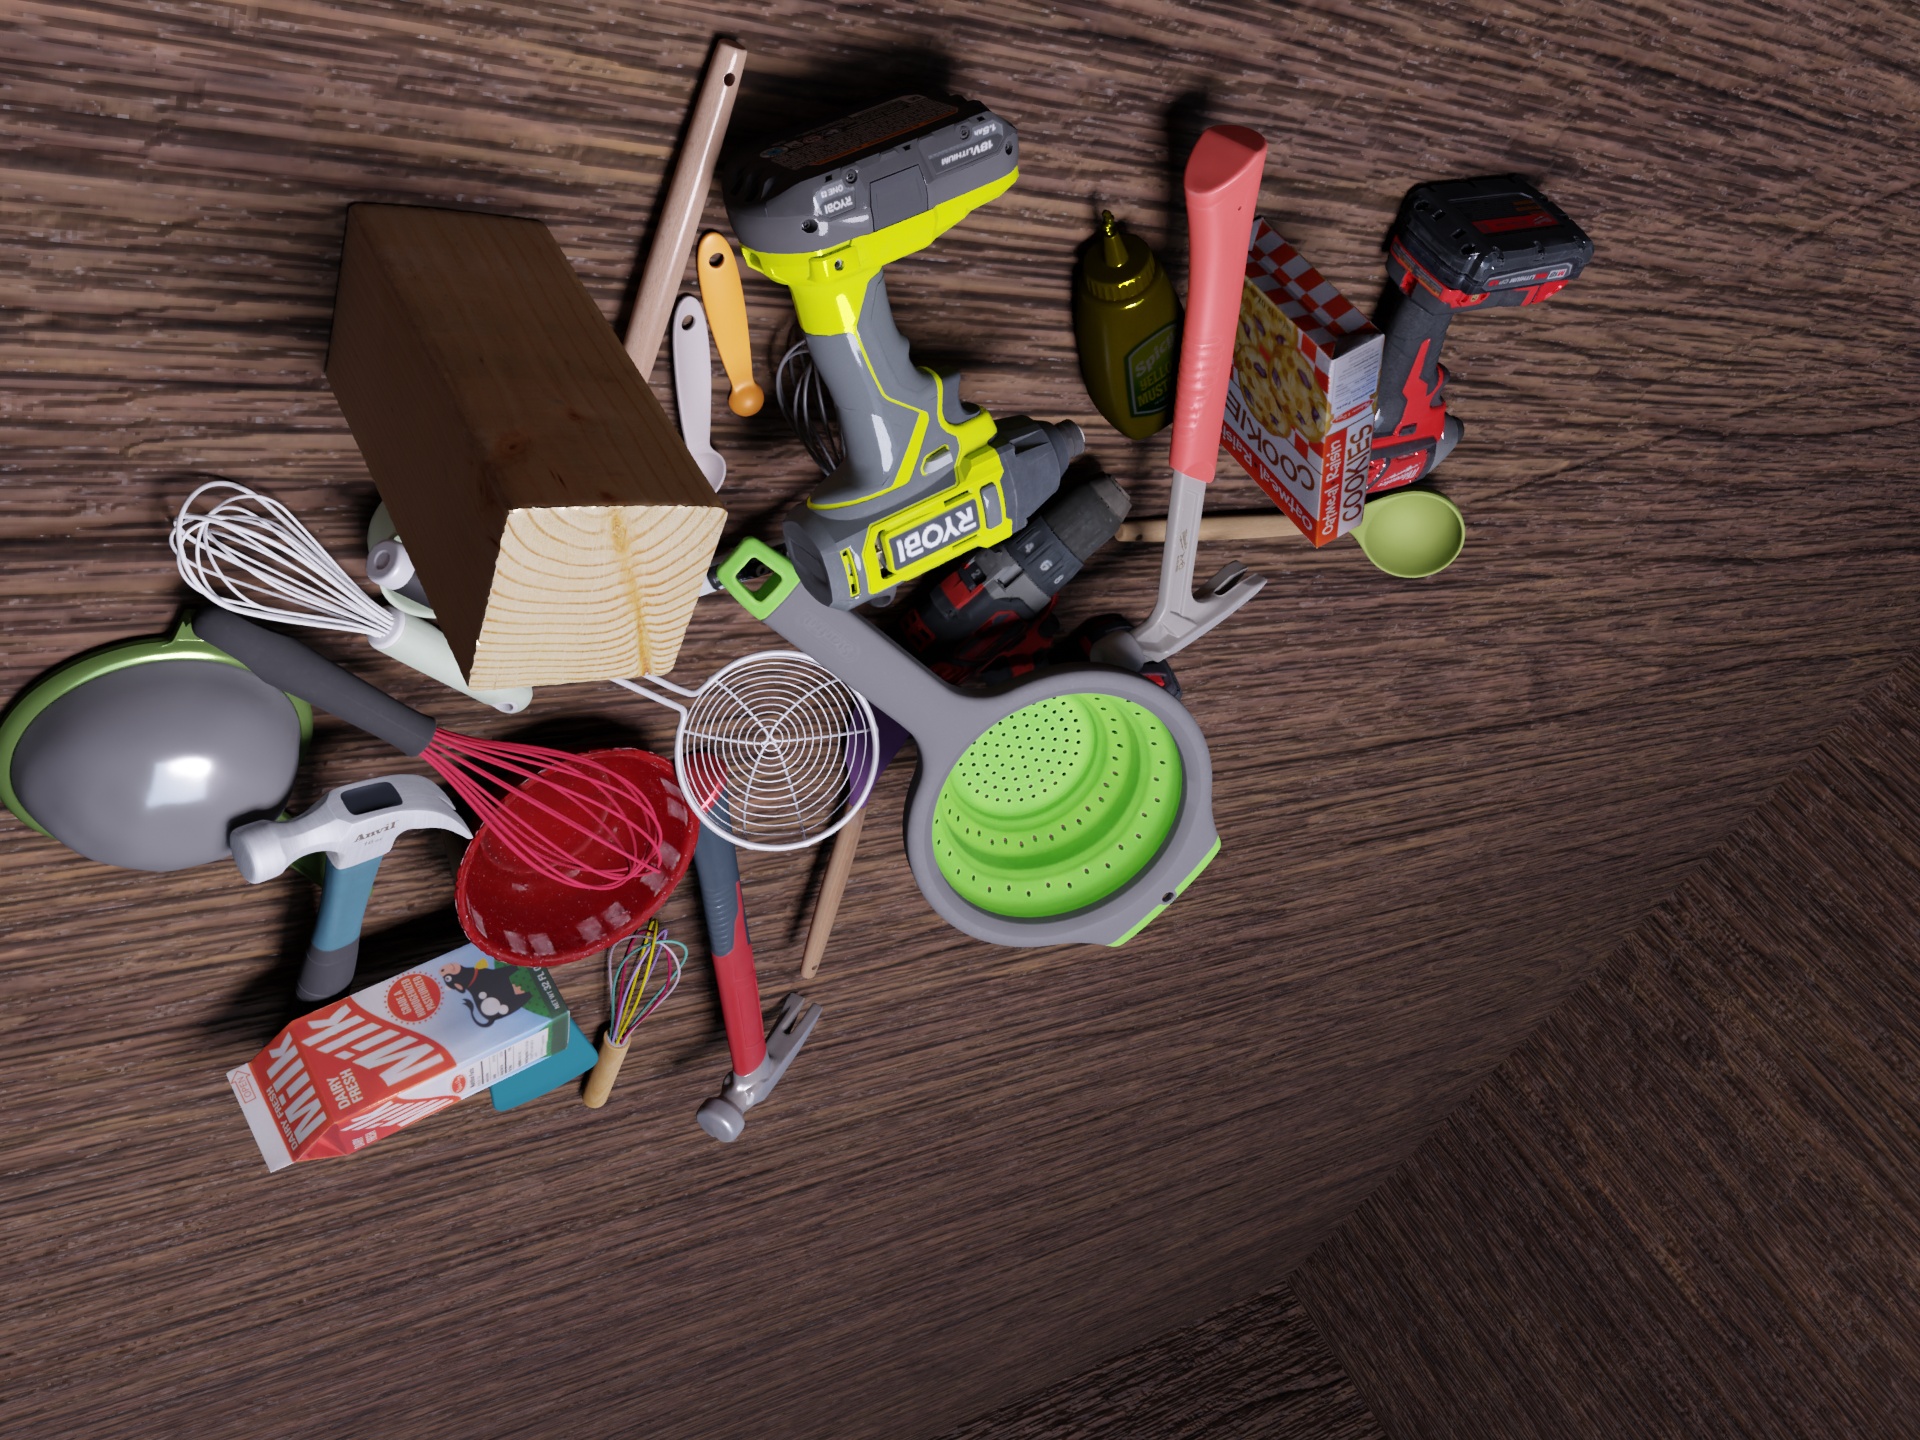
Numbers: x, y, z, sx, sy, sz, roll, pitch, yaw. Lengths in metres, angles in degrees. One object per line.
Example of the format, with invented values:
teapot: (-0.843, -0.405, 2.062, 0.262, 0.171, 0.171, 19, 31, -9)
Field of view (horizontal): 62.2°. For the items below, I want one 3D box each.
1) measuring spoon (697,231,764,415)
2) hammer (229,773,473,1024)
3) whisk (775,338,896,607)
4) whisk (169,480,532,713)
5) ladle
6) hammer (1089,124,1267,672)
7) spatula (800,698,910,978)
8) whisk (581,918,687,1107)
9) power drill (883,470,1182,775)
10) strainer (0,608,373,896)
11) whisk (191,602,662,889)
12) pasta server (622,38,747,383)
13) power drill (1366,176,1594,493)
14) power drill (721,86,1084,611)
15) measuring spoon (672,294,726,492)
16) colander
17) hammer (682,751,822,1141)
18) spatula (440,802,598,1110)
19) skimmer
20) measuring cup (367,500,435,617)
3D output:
measuring spoon: (-0.115, -0.197, 0.806, 0.021, 0.011, 0.116, -25, 147, -14)
hammer: (-0.372, 0.133, 0.939, 0.128, 0.033, 0.331, -23, 159, -39)
whisk: (-0.060, -0.135, 0.910, 0.055, 0.055, 0.238, -28, 152, -9)
whisk: (-0.298, -0.051, 0.809, 0.058, 0.059, 0.246, -4, 160, 22)
ladle: (0.248, -0.136, 1.172, 0.320, 0.062, 0.078, -7, 140, -33)
hammer: (0.148, -0.181, 0.949, 0.149, 0.037, 0.358, -34, 146, -27)
spatula: (-0.080, 0.079, 1.174, 0.059, 0.018, 0.315, -11, 134, -35)
whisk: (-0.257, 0.229, 1.220, 0.051, 0.047, 0.244, -11, 146, -34)
power drill: (0.071, -0.063, 1.094, 0.188, 0.080, 0.226, -40, 144, 10)
strainer: (-0.386, 0.059, 0.847, 0.151, 0.069, 0.256, -32, 146, -3)
whisk: (-0.268, 0.017, 0.841, 0.073, 0.073, 0.295, -42, 132, 12)
pasta server: (-0.162, -0.179, 0.778, 0.060, 0.040, 0.316, -4, 133, -39)
power drill: (0.321, -0.247, 1.074, 0.143, 0.079, 0.219, -15, 146, -28)
power drill: (-0.021, -0.182, 0.784, 0.171, 0.080, 0.223, -28, 130, -21)
measuring spoon: (-0.142, -0.166, 0.825, 0.034, 0.018, 0.124, -28, 142, -31)
colander: (-0.002, -0.003, 0.995, 0.204, 0.095, 0.396, -46, 123, 10)
hammer: (-0.162, 0.156, 1.184, 0.143, 0.038, 0.385, -53, 155, -39)
spatula: (-0.310, 0.160, 1.074, 0.082, 0.044, 0.317, -24, 146, -21)
skimmer: (-0.168, -0.015, 0.874, 0.127, 0.090, 0.363, -58, 151, 0)
measuring cup: (-0.225, -0.120, 0.782, 0.167, 0.038, 0.083, -43, 149, 15)
